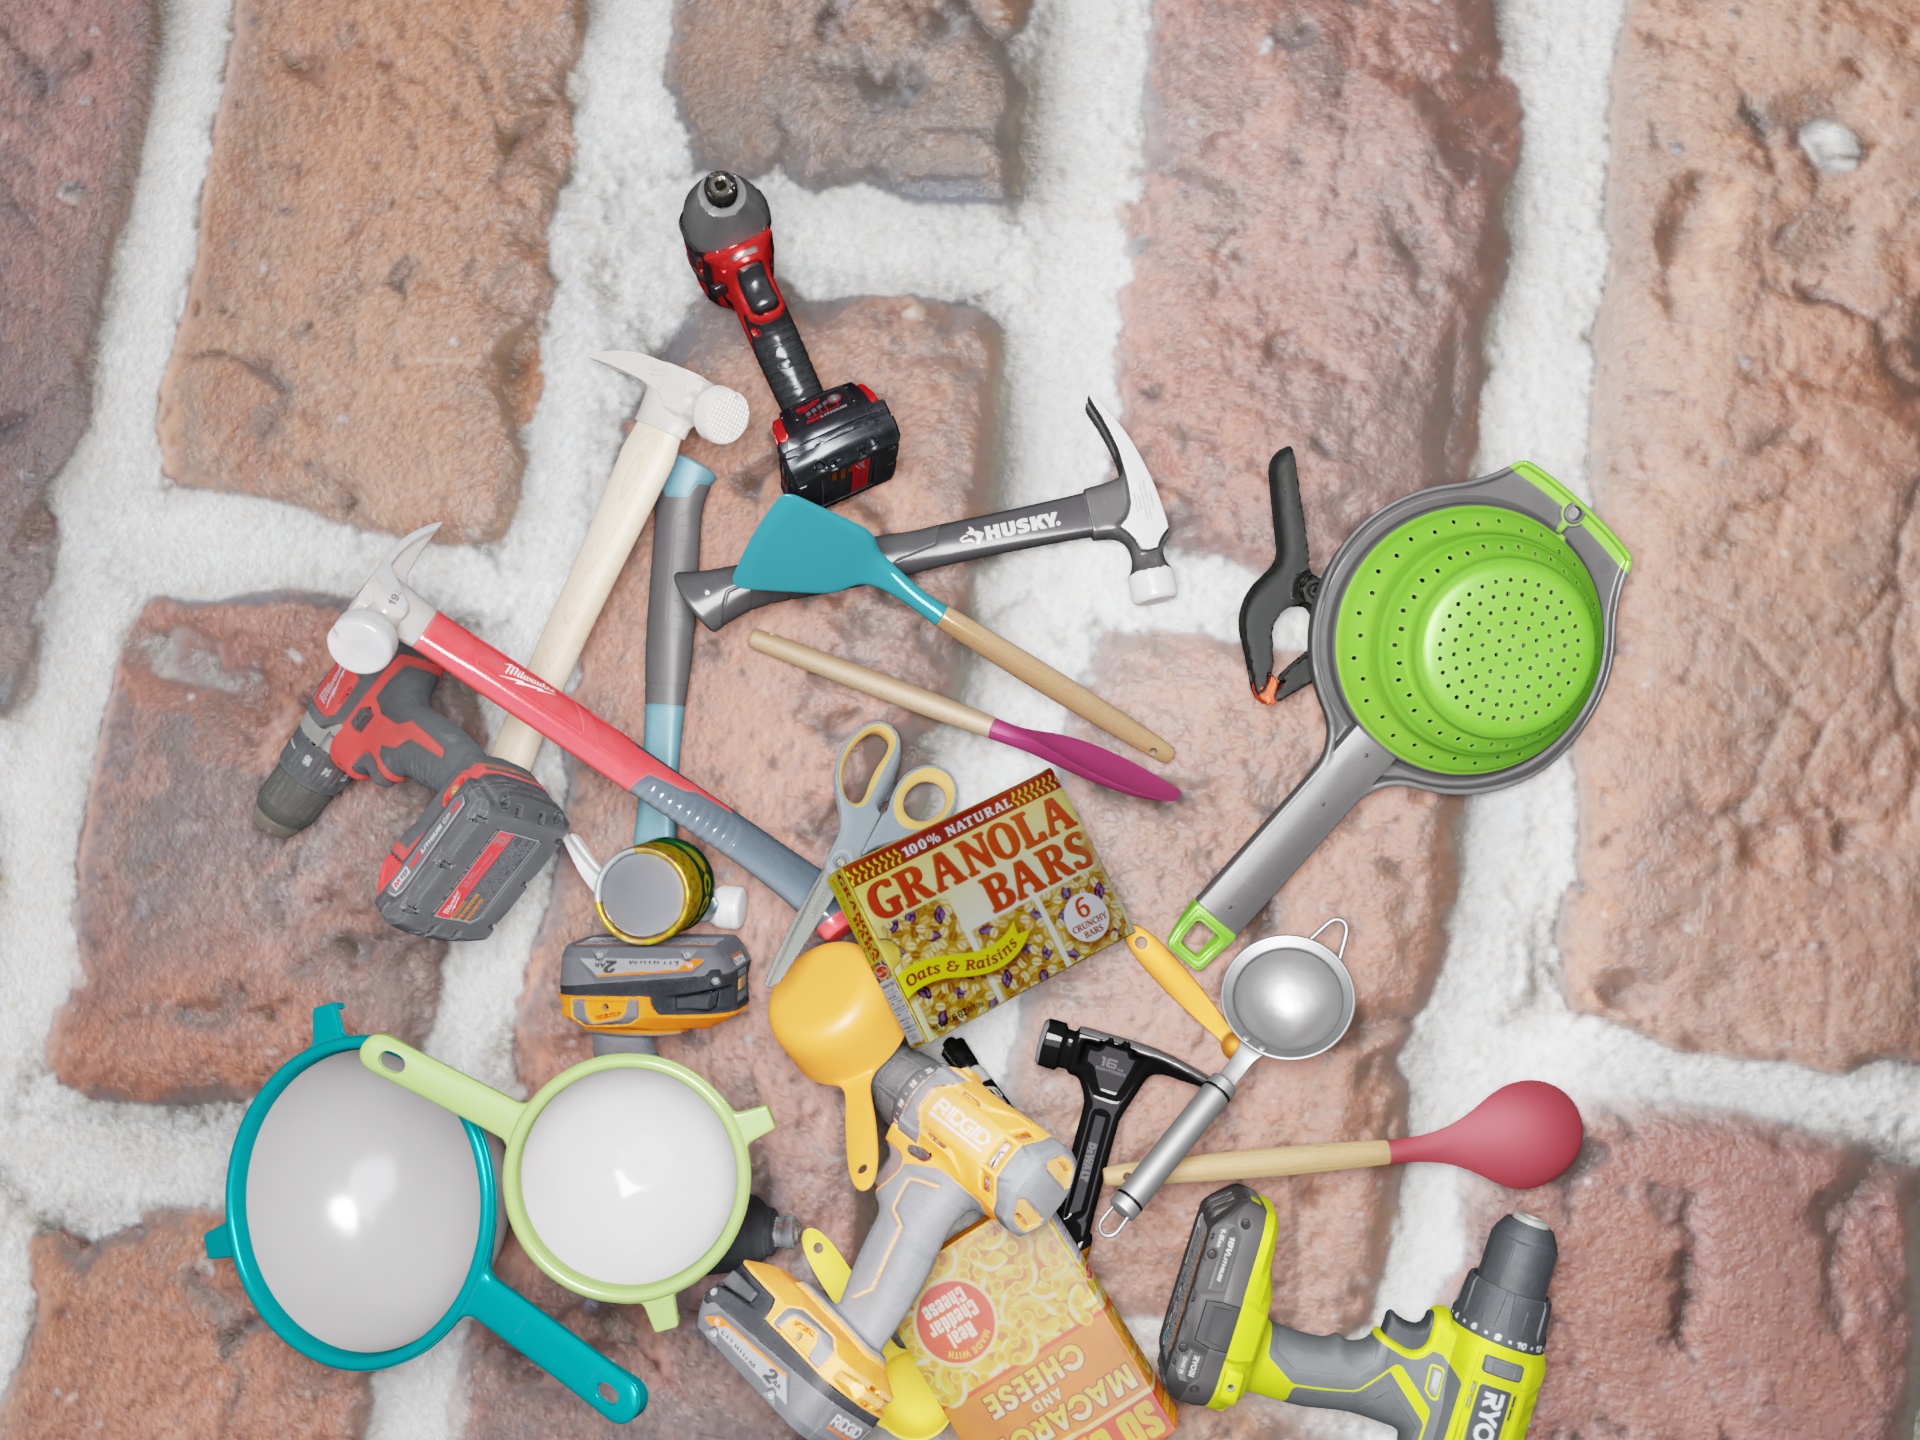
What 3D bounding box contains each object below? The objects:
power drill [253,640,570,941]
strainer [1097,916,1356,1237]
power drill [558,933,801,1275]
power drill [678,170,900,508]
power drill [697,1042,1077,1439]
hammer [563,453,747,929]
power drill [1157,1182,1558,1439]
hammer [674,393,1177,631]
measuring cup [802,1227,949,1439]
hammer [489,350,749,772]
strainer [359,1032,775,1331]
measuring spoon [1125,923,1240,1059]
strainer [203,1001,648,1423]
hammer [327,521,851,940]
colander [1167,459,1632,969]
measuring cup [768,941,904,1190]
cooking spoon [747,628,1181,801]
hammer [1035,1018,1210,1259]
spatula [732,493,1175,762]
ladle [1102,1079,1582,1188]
[{"bbox_3d":[-0.384,0.051,1.075,0.188,0.080,0.227,-51,57,7],"label":"power drill"},{"bbox_3d":[0.170,0.229,1.016,0.087,0.050,0.258,32,65,29],"label":"strainer"},{"bbox_3d":[-0.189,0.260,1.065,0.164,0.084,0.226,-1,90,6],"label":"power drill"},{"bbox_3d":[-0.122,-0.258,1.067,0.078,0.143,0.220,-25,85,-8],"label":"power drill"},{"bbox_3d":[-0.060,0.312,1.001,0.185,0.084,0.226,28,70,41],"label":"power drill"},{"bbox_3d":[-0.204,-0.024,1.112,0.128,0.033,0.331,3,85,5],"label":"hammer"},{"bbox_3d":[0.256,0.381,1.009,0.228,0.080,0.190,18,88,4],"label":"power drill"},{"bbox_3d":[-0.029,-0.122,1.085,0.335,0.035,0.146,-12,84,-1],"label":"hammer"},{"bbox_3d":[-0.057,0.408,1.070,0.062,0.029,0.157,-39,71,2],"label":"measuring cup"},{"bbox_3d":[-0.282,-0.058,1.107,0.146,0.038,0.410,27,95,36],"label":"hammer"},{"bbox_3d":[-0.249,0.255,0.993,0.256,0.069,0.151,26,89,2],"label":"strainer"},{"bbox_3d":[0.151,0.182,1.067,0.021,0.011,0.117,-43,82,1],"label":"measuring spoon"},{"bbox_3d":[-0.324,0.343,1.045,0.340,0.095,0.211,28,93,19],"label":"strainer"},{"bbox_3d":[-0.215,0.019,1.037,0.386,0.143,0.038,37,117,-19],"label":"hammer"},{"bbox_3d":[0.277,0.013,1.012,0.204,0.094,0.397,40,95,-5],"label":"colander"},{"bbox_3d":[-0.077,0.215,1.016,0.095,0.052,0.174,-23,38,9],"label":"measuring cup"},{"bbox_3d":[-0.002,-0.003,1.083,0.319,0.069,0.017,21,106,13],"label":"cooking spoon"},{"bbox_3d":[0.071,0.376,1.049,0.127,0.034,0.337,16,87,8],"label":"hammer"},{"bbox_3d":[0.006,-0.049,1.049,0.317,0.044,0.082,30,125,-9],"label":"spatula"},{"bbox_3d":[0.248,0.278,1.022,0.315,0.031,0.069,-5,87,-1],"label":"ladle"}]
